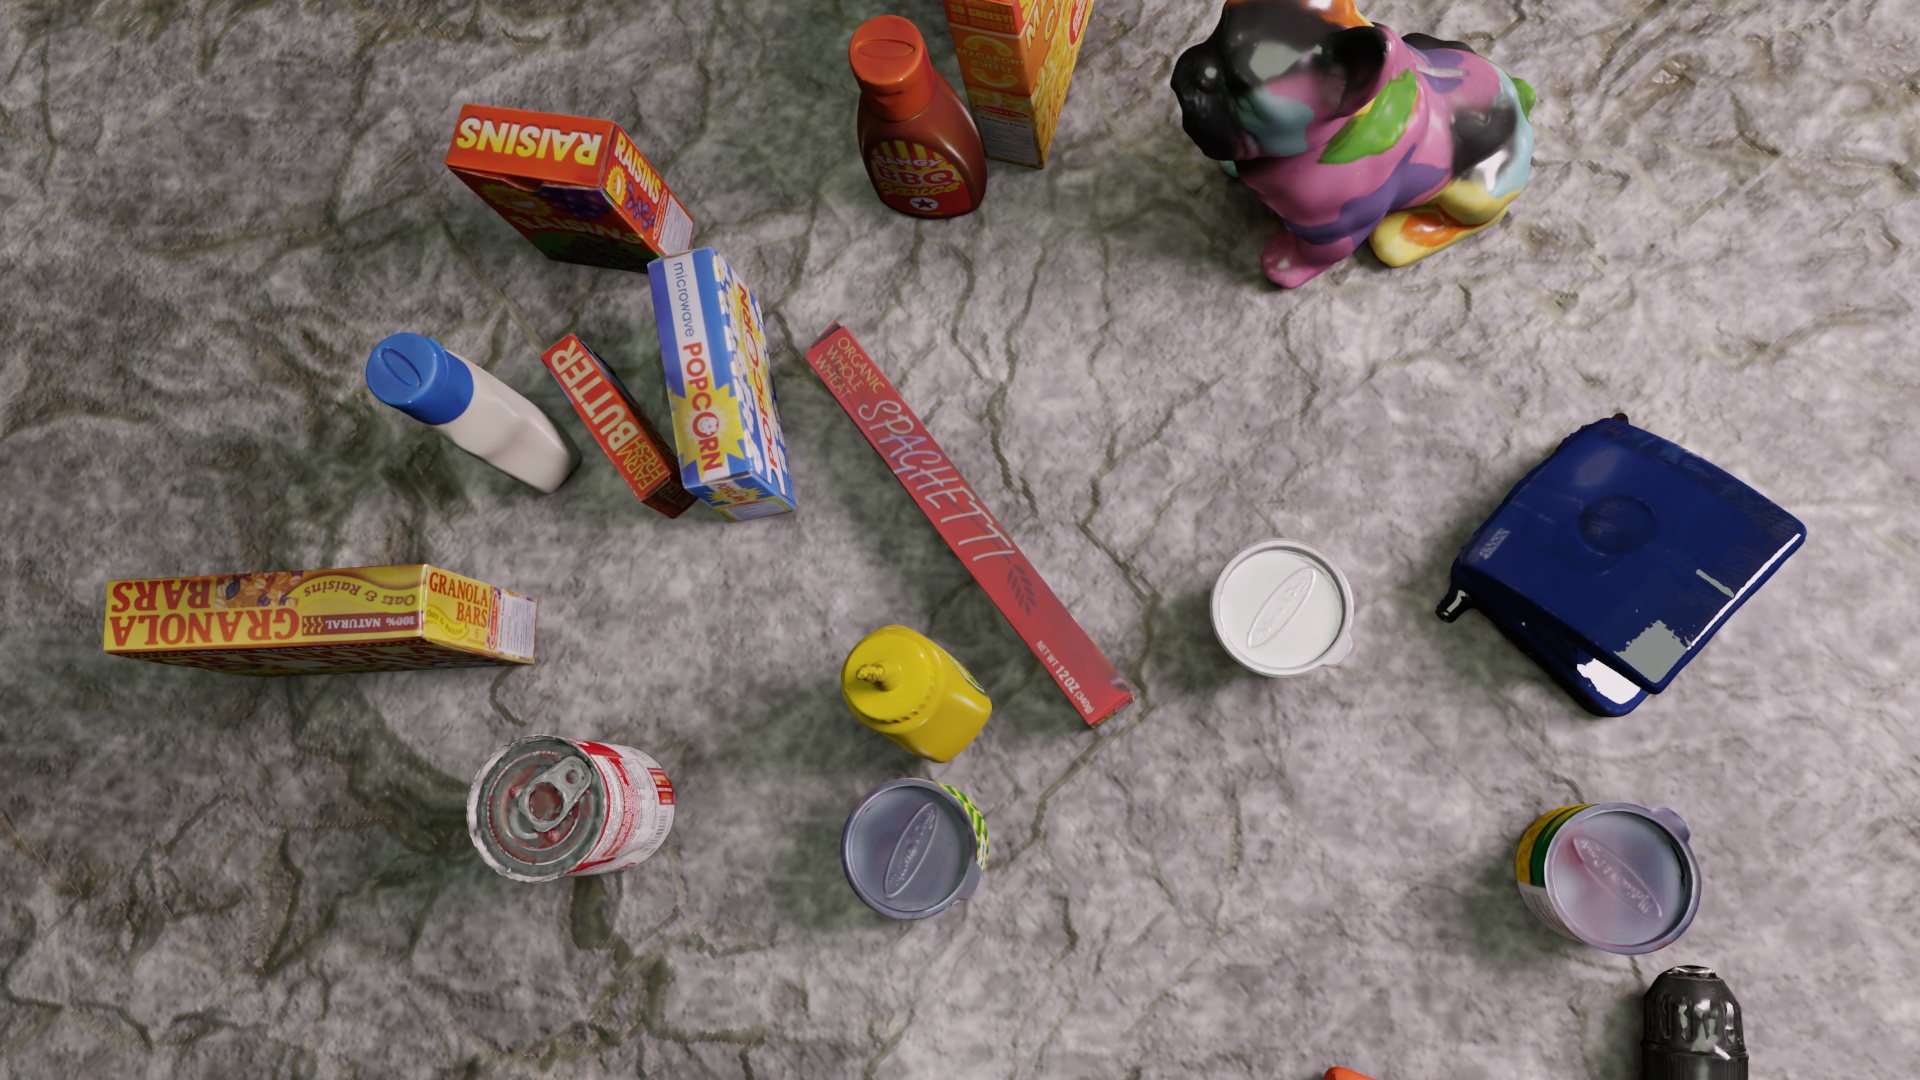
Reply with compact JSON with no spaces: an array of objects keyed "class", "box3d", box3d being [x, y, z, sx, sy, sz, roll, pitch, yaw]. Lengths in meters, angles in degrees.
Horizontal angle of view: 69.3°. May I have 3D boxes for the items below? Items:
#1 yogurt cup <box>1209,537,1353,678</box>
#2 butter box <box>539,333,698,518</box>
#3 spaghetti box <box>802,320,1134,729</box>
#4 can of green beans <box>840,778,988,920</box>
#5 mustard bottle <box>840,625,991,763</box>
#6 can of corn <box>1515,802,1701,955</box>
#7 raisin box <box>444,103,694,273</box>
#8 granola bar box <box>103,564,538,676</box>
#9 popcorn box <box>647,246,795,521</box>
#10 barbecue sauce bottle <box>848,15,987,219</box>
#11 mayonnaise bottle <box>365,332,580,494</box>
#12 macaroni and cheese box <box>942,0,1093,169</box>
[{"class":"yogurt cup","box3d":[0.157,0.037,0.690,0.072,0.054,0.072,-1,78,7]},{"class":"butter box","box3d":[-0.184,-0.061,0.757,0.024,0.053,0.103,-37,76,-1]},{"class":"spaghetti box","box3d":[0.003,-0.009,0.723,0.029,0.050,0.250,-38,76,-1]},{"class":"can of green beans","box3d":[-0.021,0.152,0.688,0.071,0.057,0.071,-1,78,7]},{"class":"mustard bottle","box3d":[-0.024,0.070,0.653,0.065,0.160,0.049,40,87,13]},{"class":"can of corn","box3d":[0.300,0.154,0.645,0.071,0.058,0.071,-1,78,7]},{"class":"raisin box","box3d":[-0.206,-0.186,0.750,0.086,0.123,0.040,10,81,10]},{"class":"granola bar box","box3d":[-0.323,0.044,0.717,0.165,0.124,0.039,-3,79,7]},{"class":"popcorn box","box3d":[-0.125,-0.080,0.737,0.038,0.085,0.127,-13,77,5]},{"class":"barbecue sauce bottle","box3d":[-0.025,-0.216,0.719,0.065,0.148,0.044,6,80,9]},{"class":"mayonnaise bottle","box3d":[-0.252,-0.067,0.718,0.065,0.148,0.041,40,87,13]},{"class":"macaroni and cheese box","box3d":[0.036,-0.287,0.716,0.040,0.166,0.124,14,81,10]}]
